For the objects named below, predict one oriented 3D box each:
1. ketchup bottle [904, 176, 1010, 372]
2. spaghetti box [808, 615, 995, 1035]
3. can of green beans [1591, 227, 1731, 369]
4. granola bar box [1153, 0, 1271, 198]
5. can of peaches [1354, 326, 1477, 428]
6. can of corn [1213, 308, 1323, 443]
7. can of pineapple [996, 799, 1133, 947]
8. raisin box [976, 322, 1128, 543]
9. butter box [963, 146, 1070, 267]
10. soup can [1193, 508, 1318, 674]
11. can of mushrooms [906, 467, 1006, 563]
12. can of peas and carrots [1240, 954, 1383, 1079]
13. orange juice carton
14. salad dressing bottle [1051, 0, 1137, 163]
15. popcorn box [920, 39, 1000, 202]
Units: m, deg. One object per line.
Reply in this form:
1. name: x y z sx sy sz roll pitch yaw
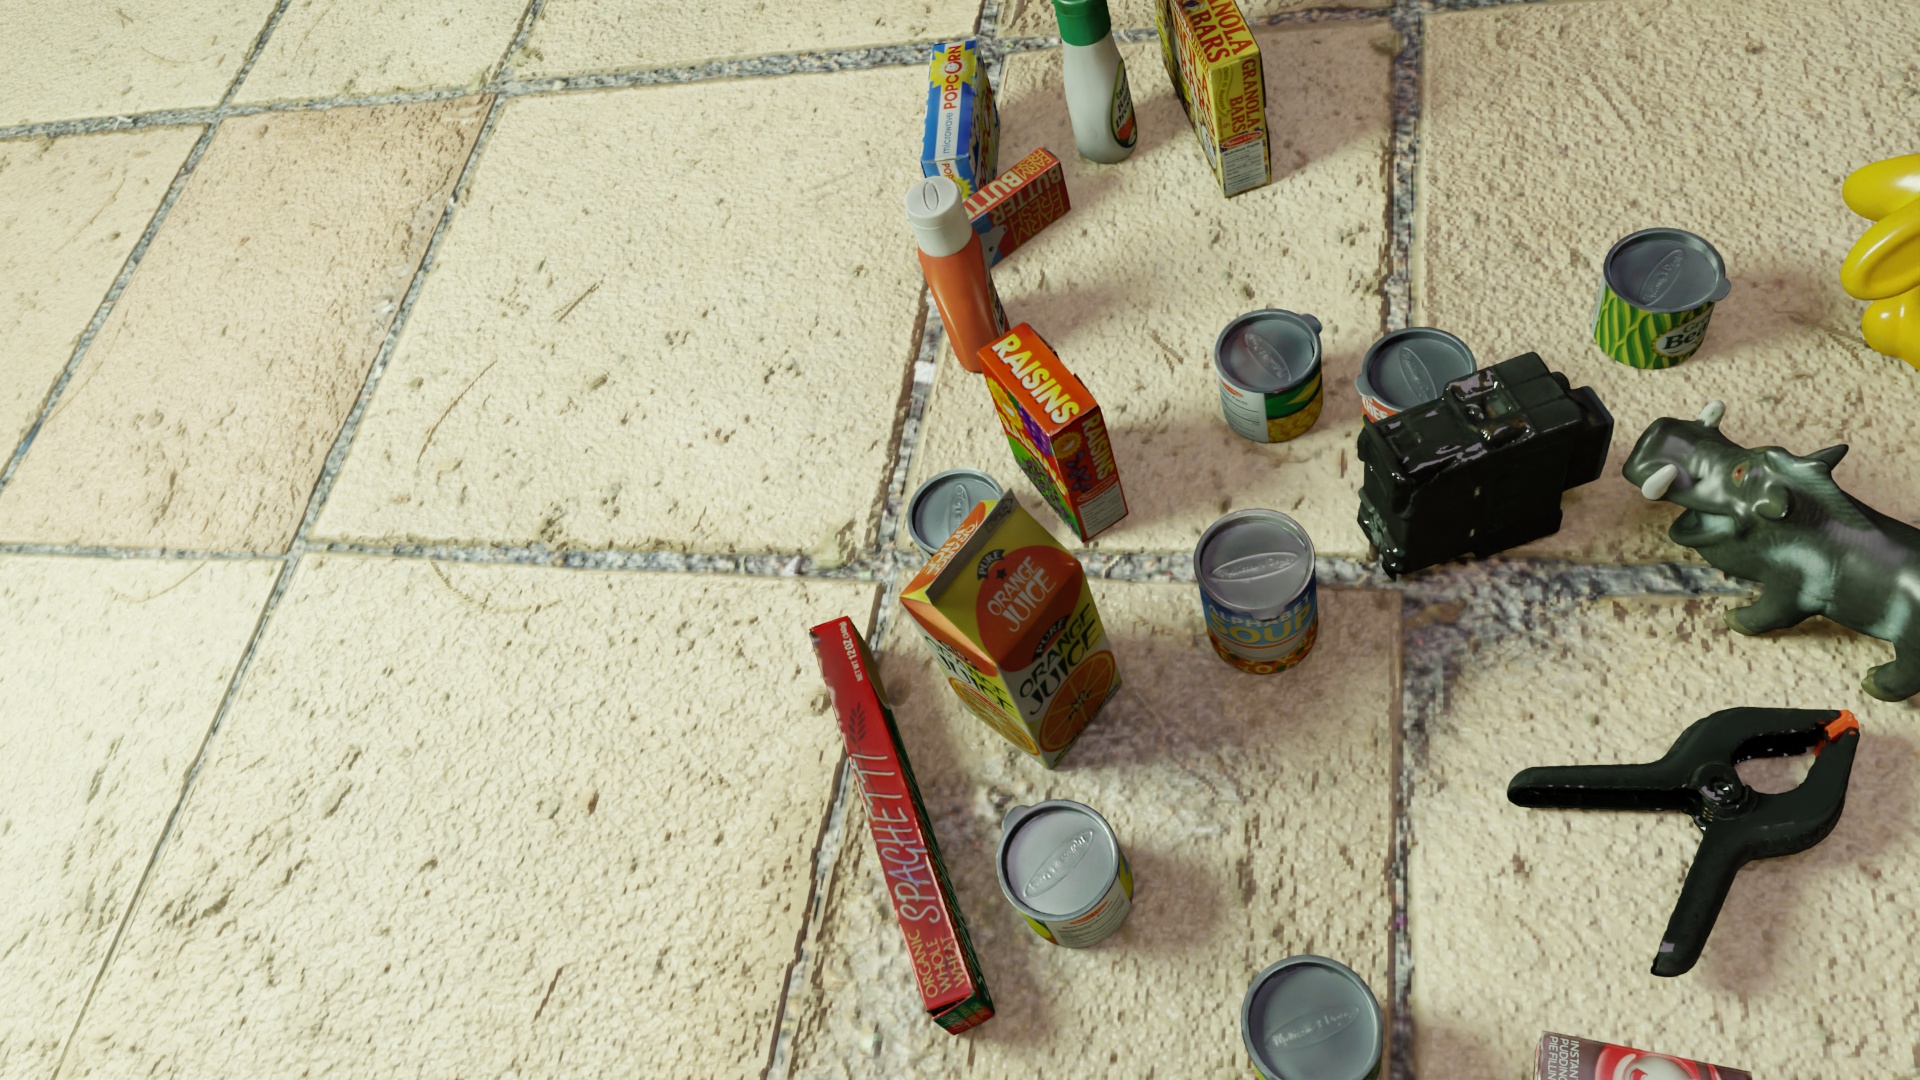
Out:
1. ketchup bottle: -0.002 -0.180 0.938 0.043 0.148 0.065 -15 57 7
2. spaghetti box: -0.037 0.157 0.800 0.029 0.050 0.251 -23 56 1
3. can of green beans: 0.426 -0.147 0.850 0.071 0.057 0.071 -7 58 12
4. granola bar box: 0.179 -0.351 1.006 0.039 0.123 0.166 -17 56 5
5. can of peaches: 0.279 -0.088 0.855 0.071 0.058 0.071 -7 58 12
6. can of corn: 0.200 -0.106 0.889 0.071 0.058 0.071 -7 58 12
7. can of pineapple: 0.057 0.180 0.754 0.071 0.057 0.071 -7 58 12
8. raisin box: 0.059 -0.066 0.865 0.040 0.123 0.086 -33 56 -5
9. butter box: 0.032 -0.239 1.022 0.103 0.053 0.024 -38 57 -8
10. soup can: 0.171 0.033 0.796 0.071 0.083 0.071 -7 58 12
11. can of mushrooms: 0.003 -0.011 0.902 0.071 0.033 0.071 -7 58 12
12. can of peas and carrots: 0.174 0.245 0.680 0.071 0.058 0.071 -7 58 12
13. orange juice carton: 0.027 0.047 0.763 0.073 0.192 0.072 32 73 30
14. salad dressing bottle: 0.097 -0.343 1.011 0.044 0.147 0.064 8 62 21
15. popcorn box: 0.001 -0.303 1.051 0.038 0.085 0.127 -4 58 14
